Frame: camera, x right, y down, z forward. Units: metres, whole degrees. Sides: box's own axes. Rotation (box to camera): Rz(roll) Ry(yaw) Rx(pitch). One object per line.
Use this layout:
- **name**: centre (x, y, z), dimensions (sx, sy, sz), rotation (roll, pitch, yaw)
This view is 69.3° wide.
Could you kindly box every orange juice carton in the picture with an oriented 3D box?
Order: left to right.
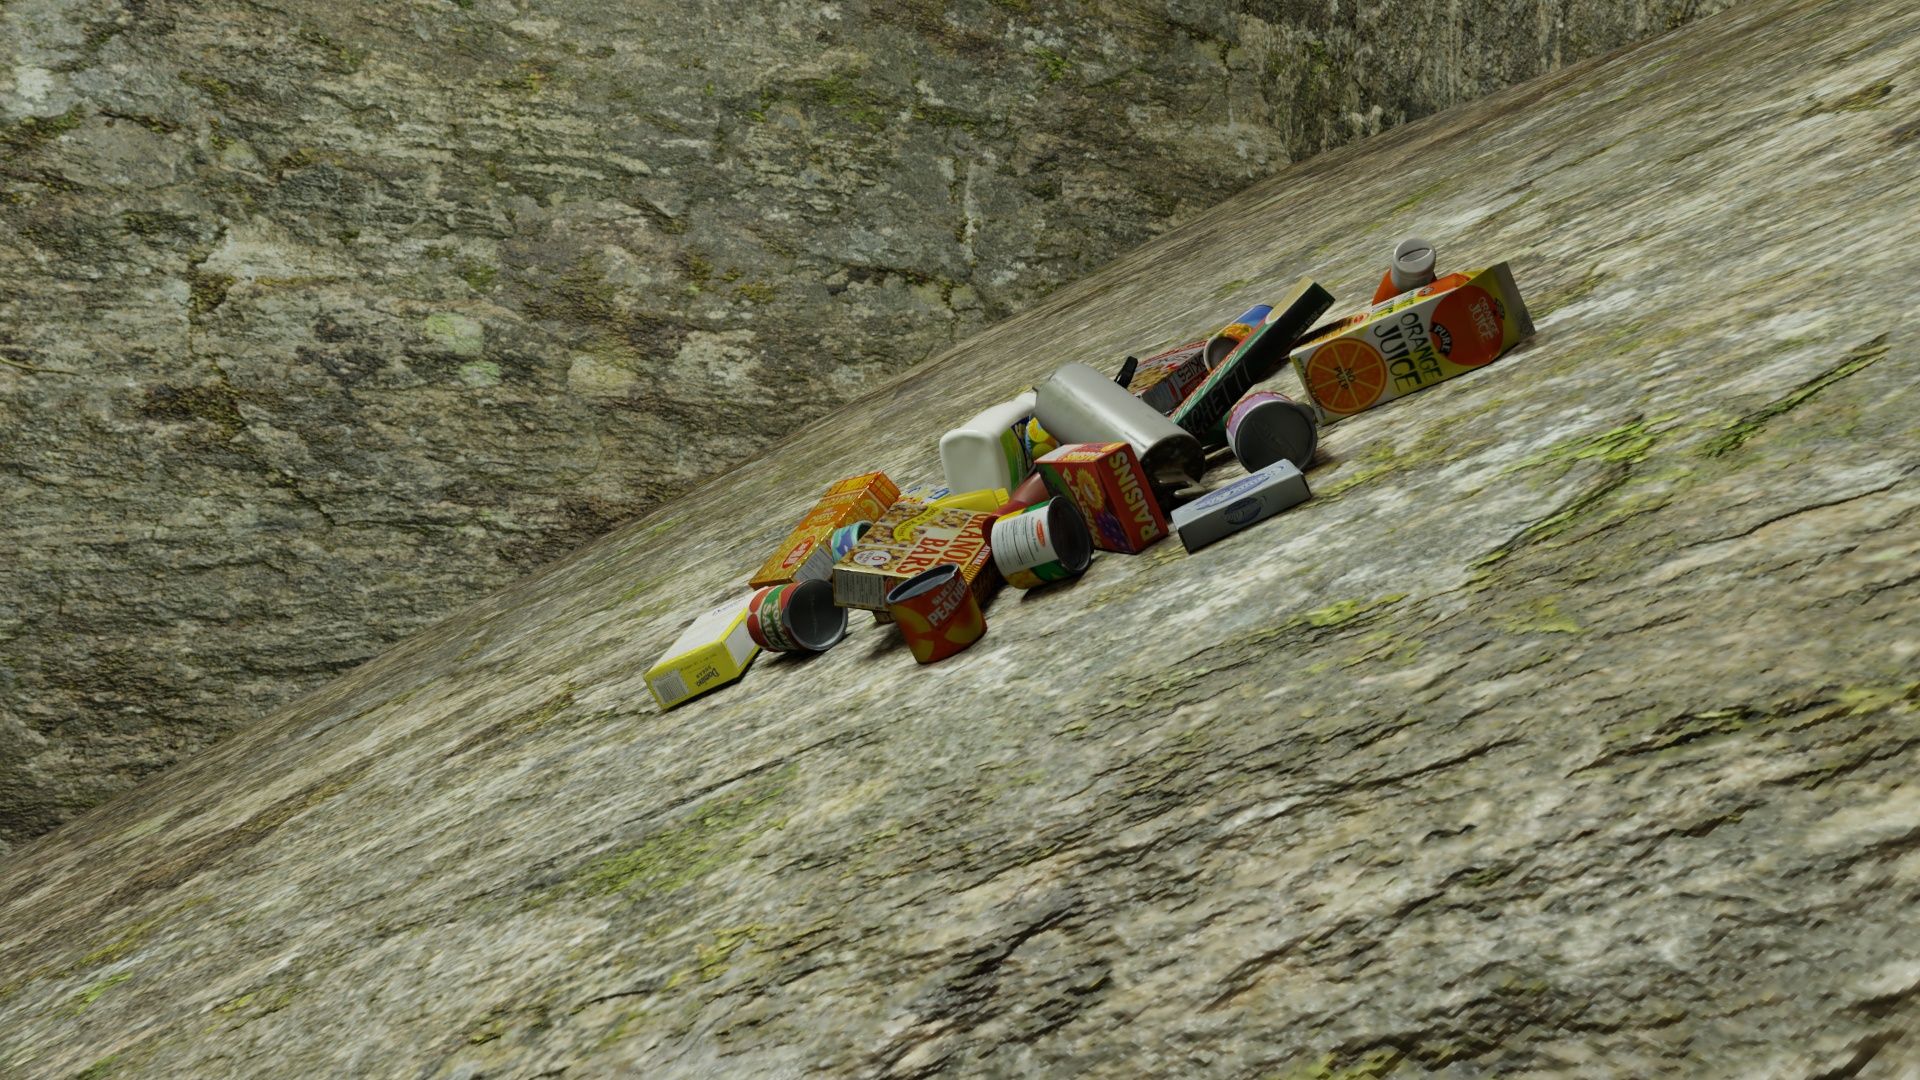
- **orange juice carton**: centre (0.392, -0.174, 1.210), dimensions (0.192, 0.071, 0.073), rotation (-21, 13, 24)

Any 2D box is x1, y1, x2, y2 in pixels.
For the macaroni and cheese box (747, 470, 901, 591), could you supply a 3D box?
- **macaroni and cheese box**: centre (-0.154, -0.002, 1.571), dimensions (0.167, 0.040, 0.123), rotation (-51, 20, -23)

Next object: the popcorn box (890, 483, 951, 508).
- **popcorn box**: centre (-0.051, -0.026, 1.574), dimensions (0.085, 0.038, 0.127), rotation (-31, 13, -12)

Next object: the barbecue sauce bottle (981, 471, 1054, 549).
- **barbecue sauce bottle**: centre (0.073, -0.031, 1.256), dimensions (0.044, 0.064, 0.149), rotation (22, 31, 28)

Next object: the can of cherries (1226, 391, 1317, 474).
- **can of cherries**: centre (0.257, -0.088, 1.142), dimensions (0.071, 0.071, 0.058), rotation (-24, 11, 9)

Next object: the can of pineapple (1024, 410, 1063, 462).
- **can of pineapple**: centre (0.112, -0.114, 1.532), dimensions (0.071, 0.071, 0.058), rotation (-34, 14, -30)

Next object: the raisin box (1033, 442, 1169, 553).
- **raisin box**: centre (0.117, -0.038, 1.174), dimensions (0.040, 0.086, 0.123), rotation (-28, 12, -17)

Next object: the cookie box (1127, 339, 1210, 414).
- **cookie box**: centre (0.224, -0.180, 1.641), dimensions (0.168, 0.040, 0.122), rotation (-36, 15, -37)

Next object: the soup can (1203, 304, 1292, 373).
- **soup can**: centre (0.320, -0.213, 1.532), dimensions (0.084, 0.071, 0.071), rotation (-37, 16, -37)

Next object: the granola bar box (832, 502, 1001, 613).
- **granola bar box**: centre (-0.027, 0.017, 1.242), dimensions (0.124, 0.039, 0.166), rotation (6, 23, 16)

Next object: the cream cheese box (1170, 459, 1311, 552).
- **cream cheese box**: centre (0.216, -0.028, 1.078), dimensions (0.104, 0.024, 0.053), rotation (-25, 13, 7)

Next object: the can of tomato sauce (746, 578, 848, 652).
- **can of tomato sauce**: centre (-0.157, 0.073, 1.318), dimensions (0.071, 0.071, 0.083), rotation (-35, 14, -34)

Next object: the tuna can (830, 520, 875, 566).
- **tuna can**: centre (-0.103, 0.016, 1.451), dimensions (0.033, 0.071, 0.071), rotation (-20, 14, 25)

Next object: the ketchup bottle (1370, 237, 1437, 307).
- **ketchup bottle**: centre (0.413, -0.227, 1.283), dimensions (0.065, 0.043, 0.148), rotation (-19, -20, 6)

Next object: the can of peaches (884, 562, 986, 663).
- **can of peaches**: centre (-0.018, 0.058, 1.120), dimensions (0.071, 0.058, 0.071), rotation (-24, 12, 6)

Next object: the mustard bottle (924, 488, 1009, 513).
- **mustard bottle**: centre (0.005, -0.017, 1.373), dimensions (0.160, 0.065, 0.049), rotation (-22, 8, 0)

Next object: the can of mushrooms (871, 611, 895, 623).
- **can of mushrooms**: centre (-0.058, 0.049, 1.297), dimensions (0.071, 0.033, 0.071), rotation (-25, 13, 6)

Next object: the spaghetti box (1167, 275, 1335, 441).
- **spaghetti box**: centre (0.238, -0.137, 1.262), dimensions (0.249, 0.028, 0.050), rotation (-47, 8, 15)

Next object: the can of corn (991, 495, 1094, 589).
- **can of corn**: centre (0.069, 0.003, 1.157), dimensions (0.058, 0.071, 0.071), rotation (-19, 14, 32)

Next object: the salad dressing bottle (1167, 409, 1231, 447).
- **salad dressing bottle**: centre (0.189, -0.095, 1.330), dimensions (0.147, 0.064, 0.044), rotation (-17, 8, 5)
